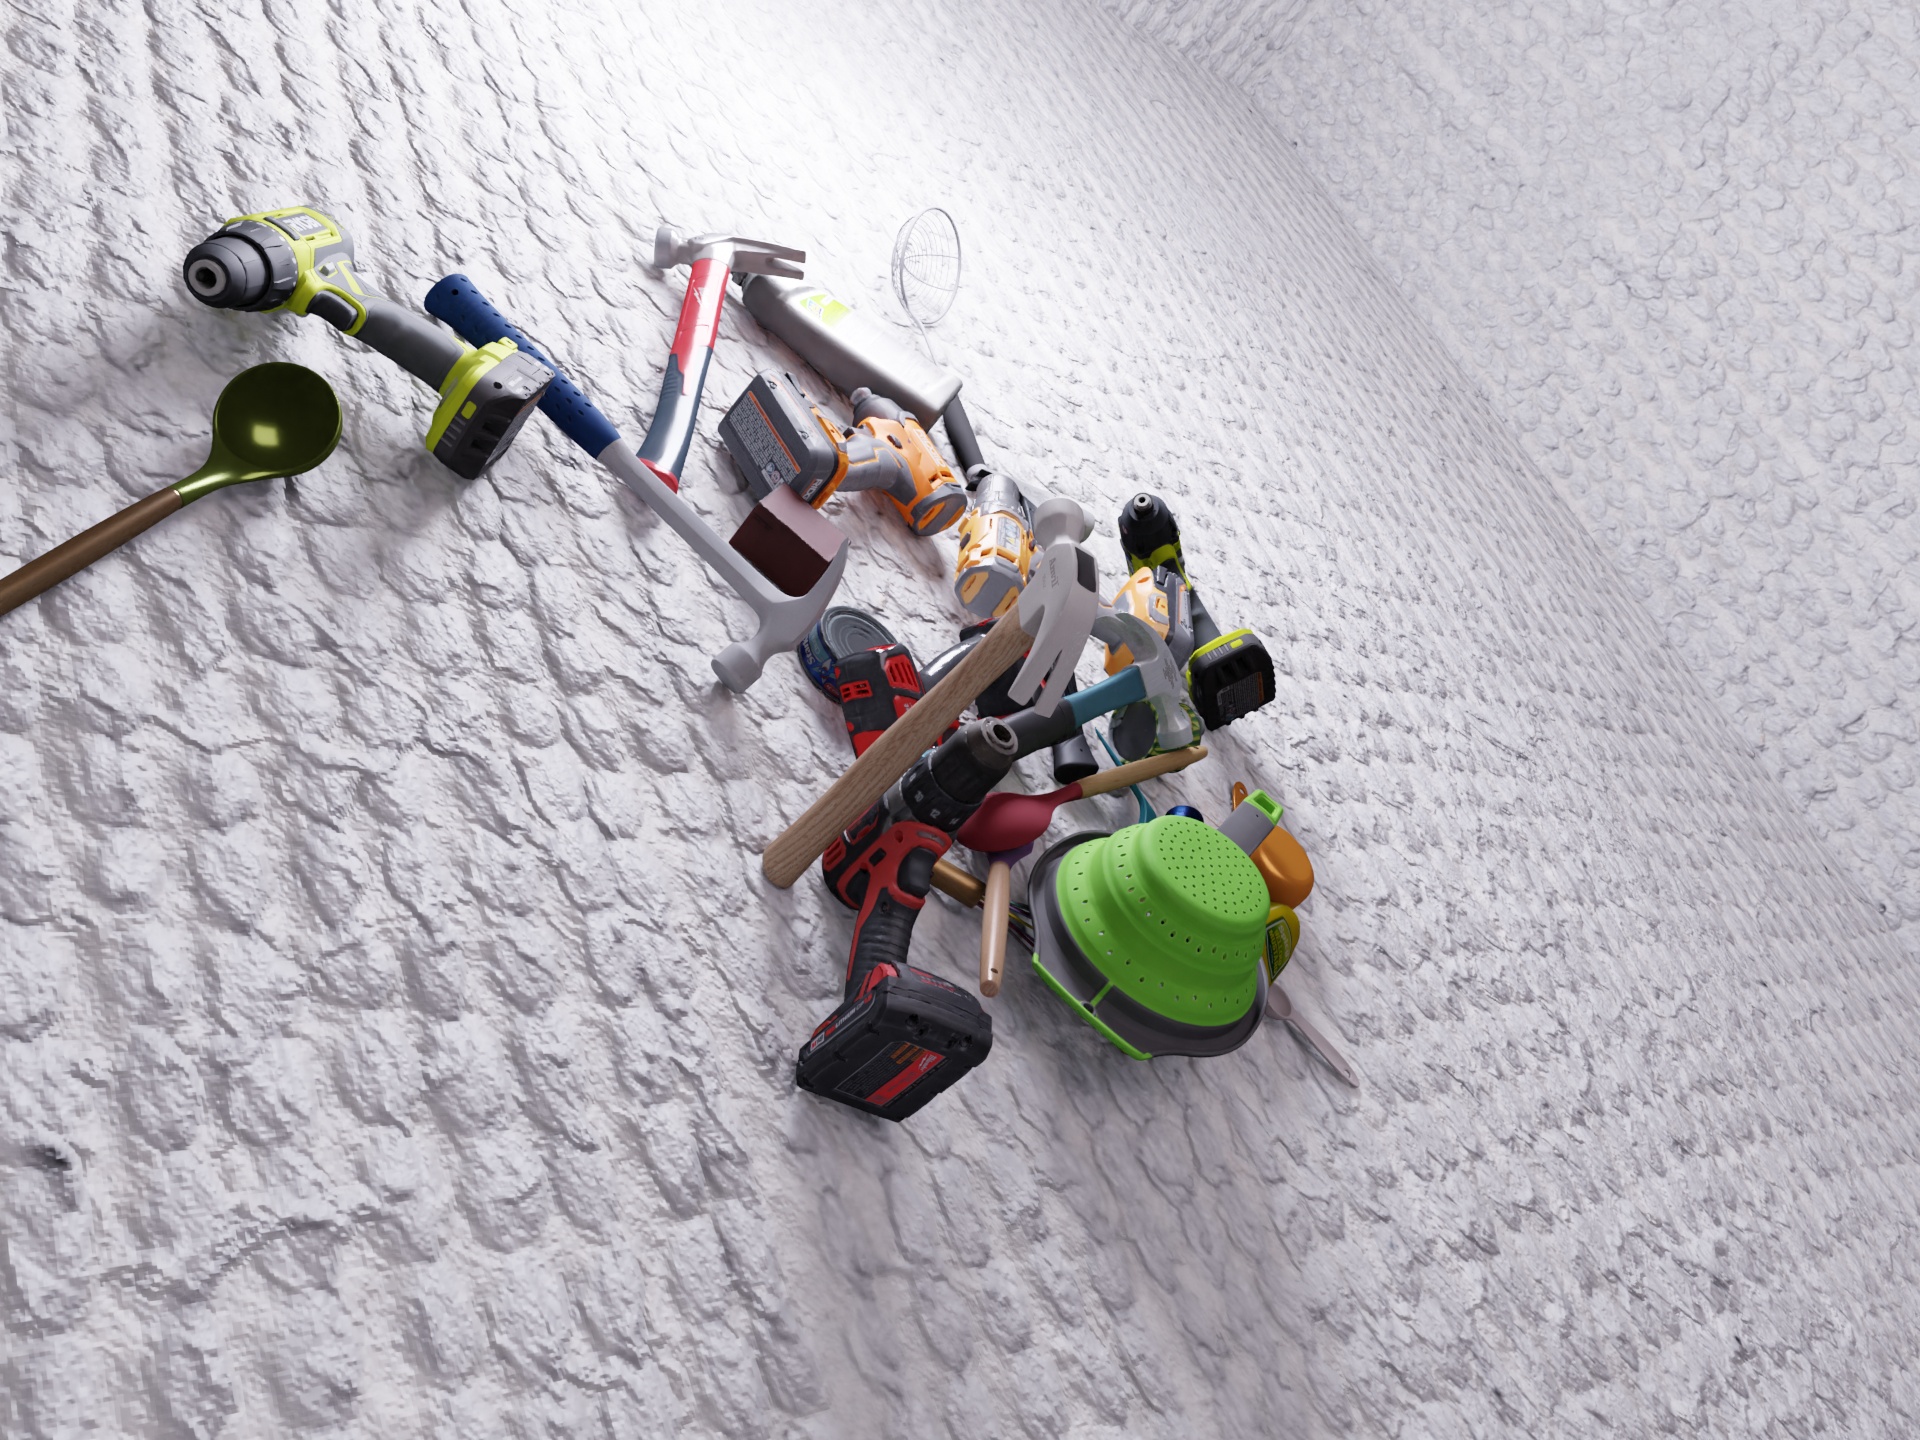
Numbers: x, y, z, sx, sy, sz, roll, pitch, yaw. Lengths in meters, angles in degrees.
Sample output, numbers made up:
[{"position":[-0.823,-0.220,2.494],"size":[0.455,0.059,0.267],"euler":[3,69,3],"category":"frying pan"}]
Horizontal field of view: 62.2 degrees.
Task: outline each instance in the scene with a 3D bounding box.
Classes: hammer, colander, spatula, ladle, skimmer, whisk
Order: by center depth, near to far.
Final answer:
[{"position":[-0.479,-0.129,0.932],"size":[0.078,0.062,0.320],"euler":[32,37,-1],"category":"ladle"},{"position":[-0.027,0.008,1.003],"size":[0.031,0.331,0.130],"euler":[27,38,-27],"category":"hammer"},{"position":[0.025,0.118,1.151],"size":[0.059,0.018,0.316],"euler":[20,19,-4],"category":"spatula"},{"position":[0.030,0.143,1.187],"size":[0.245,0.051,0.047],"euler":[31,24,-10],"category":"whisk"},{"position":[-0.258,-0.204,1.224],"size":[0.405,0.035,0.144],"euler":[44,73,9],"category":"hammer"},{"position":[0.198,0.112,1.239],"size":[0.204,0.094,0.397],"euler":[41,34,11],"category":"colander"},{"position":[0.075,0.001,1.263],"size":[0.331,0.033,0.128],"euler":[-23,99,-47],"category":"hammer"},{"position":[0.110,0.054,1.289],"size":[0.069,0.031,0.315],"euler":[24,25,37],"category":"ladle"},{"position":[0.136,0.137,1.304],"size":[0.082,0.044,0.318],"euler":[56,29,-38],"category":"spatula"},{"position":[-0.221,-0.317,1.391],"size":[0.143,0.038,0.387],"euler":[6,45,-6],"category":"hammer"},{"position":[0.083,-0.096,1.509],"size":[0.149,0.036,0.409],"euler":[24,38,-25],"category":"hammer"},{"position":[-0.001,-0.403,1.708],"size":[0.127,0.090,0.364],"euler":[52,17,-56],"category":"skimmer"}]

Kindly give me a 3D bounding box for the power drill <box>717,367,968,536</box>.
[{"position":[-0.107,-0.250,1.440],"size":[0.226,0.084,0.164],"euler":[-2,53,-53],"category":"power drill"}]

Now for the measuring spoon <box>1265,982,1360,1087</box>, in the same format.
[{"position":[0.293,0.270,1.347],"size":[0.124,0.018,0.034],"euler":[46,32,-9],"category":"measuring spoon"}]

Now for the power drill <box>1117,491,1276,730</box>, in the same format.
[{"position":[0.227,-0.115,1.589],"size":[0.223,0.080,0.171],"euler":[64,1,25],"category":"power drill"}]

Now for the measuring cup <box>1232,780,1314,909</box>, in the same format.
[{"position":[0.281,0.106,1.475],"size":[0.095,0.052,0.174],"euler":[29,38,-21],"category":"measuring cup"}]

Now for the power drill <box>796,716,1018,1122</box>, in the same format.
[{"position":[-0.027,0.119,1.020],"size":[0.080,0.188,0.227],"euler":[26,41,-24],"category":"power drill"}]

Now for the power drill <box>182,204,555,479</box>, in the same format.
[{"position":[-0.412,-0.269,1.107],"size":[0.228,0.080,0.191],"euler":[34,17,-14],"category":"power drill"}]

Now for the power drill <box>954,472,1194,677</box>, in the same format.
[{"position":[0.100,-0.134,1.472],"size":[0.226,0.084,0.186],"euler":[25,37,-16],"category":"power drill"}]

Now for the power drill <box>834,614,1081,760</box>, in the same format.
[{"position":[-0.002,-0.004,1.258],"size":[0.219,0.078,0.143],"euler":[-21,97,-50],"category":"power drill"}]
